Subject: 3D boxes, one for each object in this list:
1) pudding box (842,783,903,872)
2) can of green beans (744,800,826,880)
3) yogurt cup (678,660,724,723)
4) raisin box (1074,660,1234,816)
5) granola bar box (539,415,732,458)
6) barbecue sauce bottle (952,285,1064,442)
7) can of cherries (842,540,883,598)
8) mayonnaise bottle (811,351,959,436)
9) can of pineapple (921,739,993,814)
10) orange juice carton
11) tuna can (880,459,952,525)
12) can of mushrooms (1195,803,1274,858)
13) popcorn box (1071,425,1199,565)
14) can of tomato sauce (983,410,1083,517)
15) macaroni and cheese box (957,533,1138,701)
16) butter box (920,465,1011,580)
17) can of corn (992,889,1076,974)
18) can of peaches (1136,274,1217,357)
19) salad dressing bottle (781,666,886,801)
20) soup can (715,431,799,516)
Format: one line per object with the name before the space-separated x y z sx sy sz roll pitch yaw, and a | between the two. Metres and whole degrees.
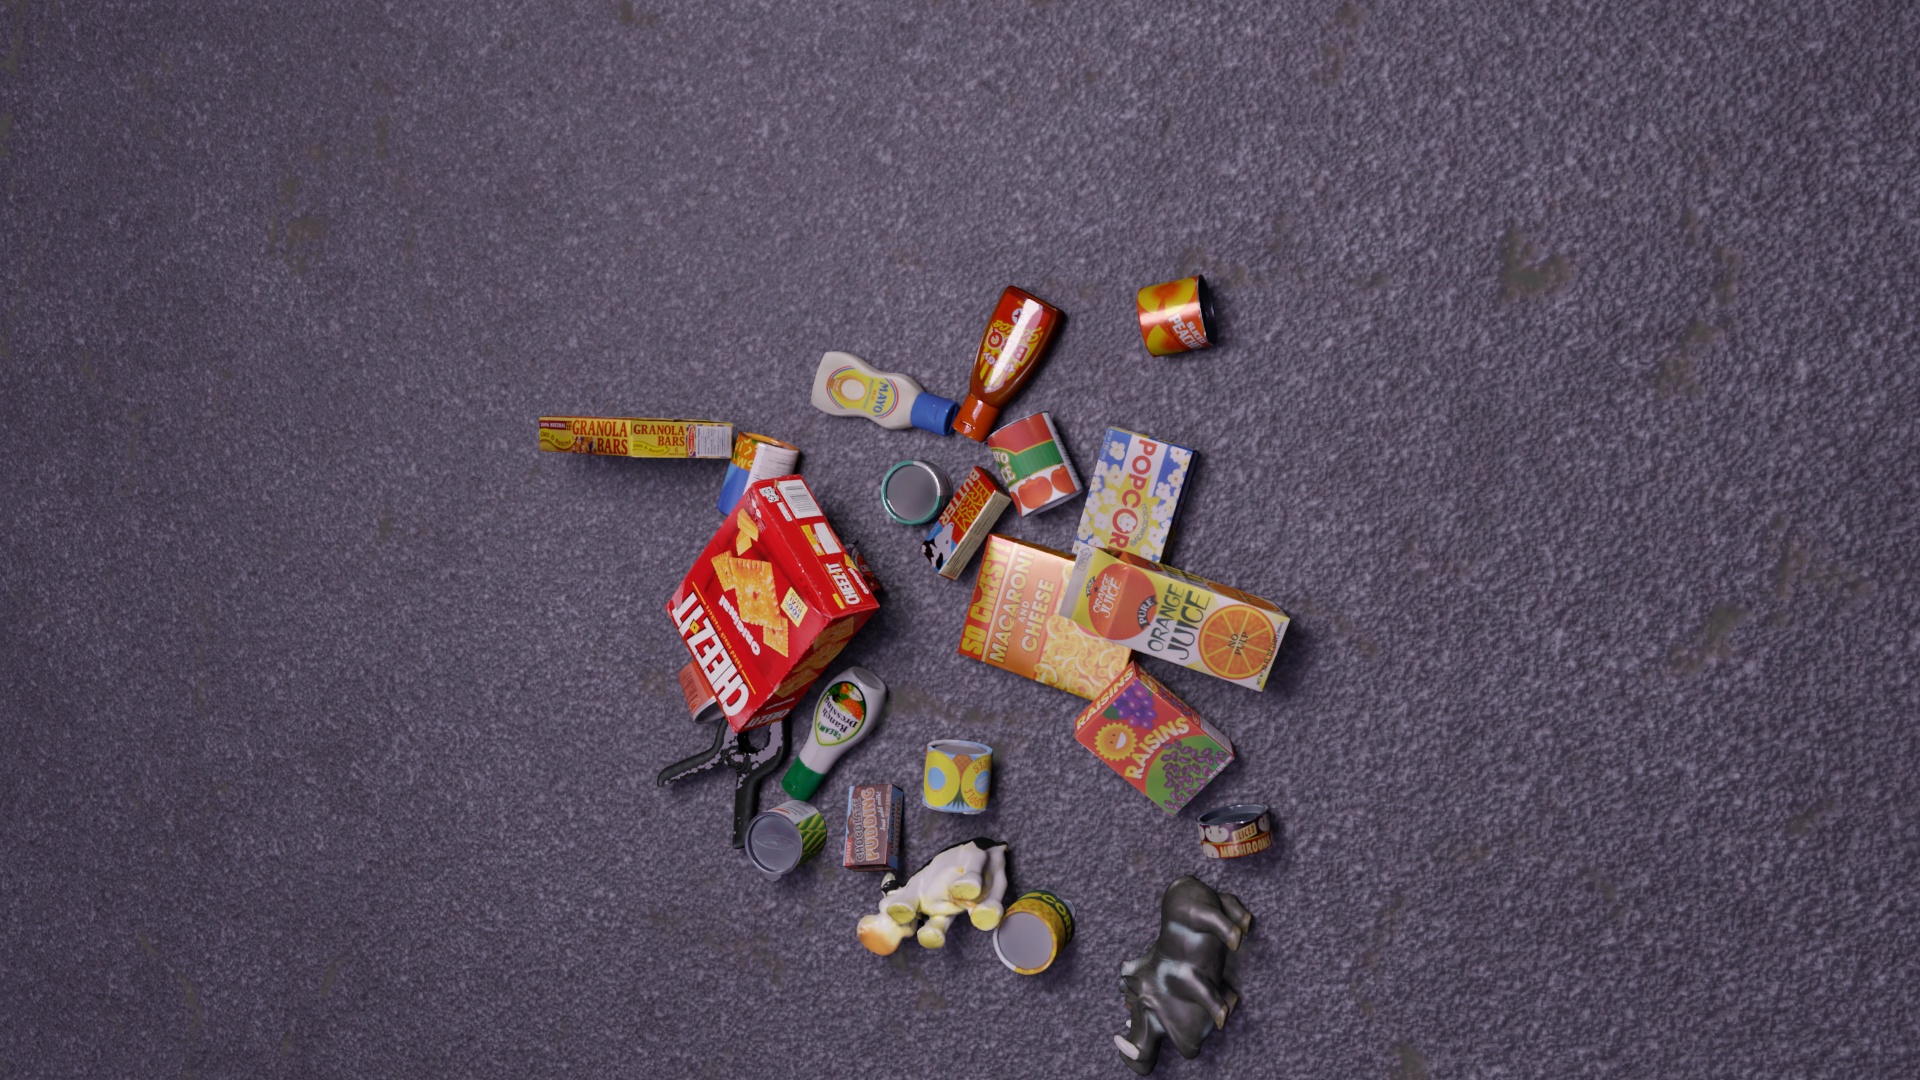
pudding box | -0.088 0.289 1.397 0.049 0.030 0.084 -7 62 21
can of green beans | -0.180 0.306 1.434 0.071 0.058 0.071 1 92 21
yogurt cup | -0.260 0.153 1.458 0.072 0.072 0.054 -38 71 18
raisin box | 0.178 0.183 1.282 0.123 0.040 0.086 39 107 -10
granola bar box | -0.331 -0.106 1.415 0.165 0.124 0.039 6 96 42
barbecue sauce bottle | 0.041 -0.168 1.342 0.065 0.044 0.148 31 103 16
can of cherries | -0.118 0.042 1.398 0.071 0.071 0.058 -38 80 18
mayonnaise bottle | -0.074 -0.142 1.387 0.148 0.041 0.064 19 97 20
can of pineapple | -0.001 0.231 1.359 0.071 0.071 0.058 6 94 21
orange juice carton | 0.188 0.065 1.246 0.193 0.073 0.071 19 99 -2
tuna can | -0.046 -0.046 1.385 0.071 0.033 0.071 1 92 20
can of mushrooms | 0.251 0.264 1.263 0.071 0.071 0.033 -11 90 21
popcorn box | 0.164 -0.036 1.302 0.085 0.038 0.126 18 98 18
can of tomato sauce | 0.069 -0.071 1.322 0.071 0.071 0.083 -26 84 20
macaroni and cheese box | 0.091 0.074 1.333 0.166 0.040 0.123 18 98 19
butter box | 0.005 -0.017 1.358 0.103 0.024 0.053 -56 37 14
can of corn | 0.073 0.377 1.341 0.071 0.058 0.071 1 93 21
can of peaches | 0.198 -0.203 1.267 0.058 0.071 0.071 -9 89 22
salad dressing bottle | -0.131 0.199 1.420 0.064 0.044 0.147 37 104 17
soup can | -0.209 -0.063 1.430 0.071 0.071 0.083 21 99 19
